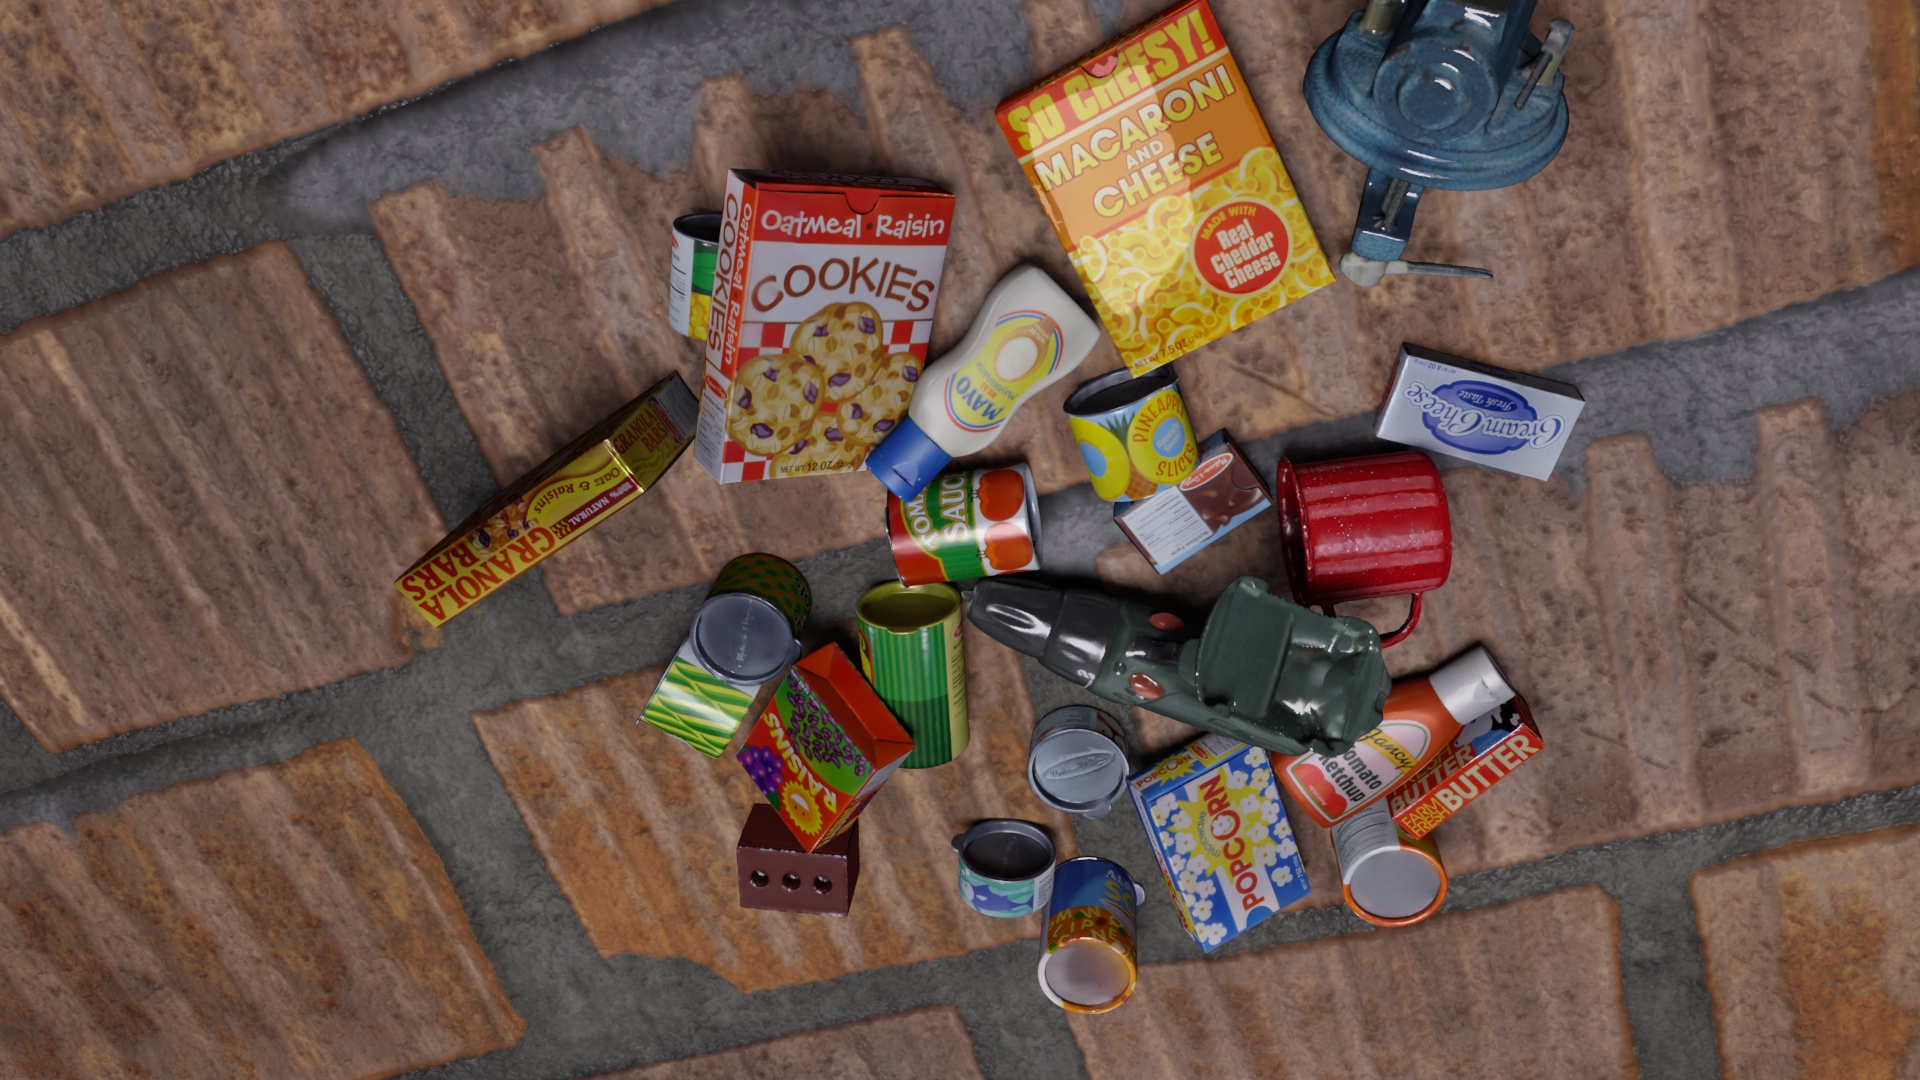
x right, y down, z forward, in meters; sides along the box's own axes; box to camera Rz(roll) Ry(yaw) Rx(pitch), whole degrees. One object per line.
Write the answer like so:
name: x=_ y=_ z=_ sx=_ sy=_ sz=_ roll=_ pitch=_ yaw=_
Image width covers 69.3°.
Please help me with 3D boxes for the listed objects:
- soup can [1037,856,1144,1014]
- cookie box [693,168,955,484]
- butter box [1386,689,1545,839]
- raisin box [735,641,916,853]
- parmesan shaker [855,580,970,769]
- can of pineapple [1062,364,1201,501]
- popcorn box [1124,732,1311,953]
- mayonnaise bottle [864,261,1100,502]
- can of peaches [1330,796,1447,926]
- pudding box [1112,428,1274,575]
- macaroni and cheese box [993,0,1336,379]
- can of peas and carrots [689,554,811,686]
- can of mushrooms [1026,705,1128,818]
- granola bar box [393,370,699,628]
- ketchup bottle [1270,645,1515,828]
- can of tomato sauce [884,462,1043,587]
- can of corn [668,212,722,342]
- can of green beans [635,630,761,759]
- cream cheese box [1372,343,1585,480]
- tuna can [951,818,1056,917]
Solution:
soup can: x=0.089 y=0.266 z=0.940 sx=0.071 sy=0.084 sz=0.071 roll=2 pitch=115 yaw=5
cookie box: x=-0.076 y=-0.117 z=0.770 sx=0.123 sy=0.040 sz=0.166 roll=-7 pitch=121 yaw=-35
butter box: x=0.314 y=0.139 z=0.872 sx=0.024 sy=0.053 sz=0.103 roll=41 pitch=112 yaw=-10
raisin box: x=-0.089 y=0.134 z=0.886 sx=0.086 sy=0.040 sz=0.122 roll=49 pitch=137 yaw=14
parmesan shaker: x=-0.030 y=0.086 z=0.878 sx=0.071 sy=0.071 sz=0.102 roll=0 pitch=115 yaw=7
can of pineapple: x=0.100 y=-0.062 z=0.796 sx=0.071 sy=0.071 sz=0.057 roll=-17 pitch=112 yaw=14
popcorn box: x=0.169 y=0.192 z=0.904 sx=0.085 sy=0.038 sz=0.126 roll=-26 pitch=111 yaw=-11
mayonnaise bottle: x=0.009 y=-0.086 z=0.790 sx=0.064 sy=0.041 sz=0.148 roll=42 pitch=96 yaw=-20
can of peaches: x=0.280 y=0.209 z=0.905 sx=0.071 sy=0.058 sz=0.071 roll=3 pitch=114 yaw=6
pudding box: x=0.139 y=-0.022 z=0.831 sx=0.083 sy=0.030 sz=0.049 roll=-35 pitch=105 yaw=20
macaroni and cheese box: x=0.112 y=-0.189 z=0.752 sx=0.123 sy=0.040 sz=0.166 roll=-26 pitch=109 yaw=16
can of peas and carrots: x=-0.129 y=0.050 z=0.880 sx=0.071 sy=0.059 sz=0.070 roll=2 pitch=115 yaw=5
can of mushrooms: x=0.078 y=0.146 z=0.914 sx=0.071 sy=0.033 sz=0.070 roll=2 pitch=114 yaw=5
granola bar box: x=-0.237 y=-0.025 z=0.822 sx=0.165 sy=0.125 sz=0.039 roll=-30 pitch=107 yaw=19
ketchup bottle: x=0.273 y=0.119 z=0.873 sx=0.148 sy=0.044 sz=0.064 roll=-36 pitch=100 yaw=20
can of tomato sauce: x=0.003 y=-0.010 z=0.831 sx=0.083 sy=0.071 sz=0.071 roll=-8 pitch=114 yaw=10
can of corn: x=-0.128 y=-0.148 z=0.786 sx=0.071 sy=0.071 sz=0.058 roll=10 pitch=116 yaw=2
can of green beans: x=-0.168 y=0.101 z=0.904 sx=0.058 sy=0.071 sz=0.071 roll=30 pitch=114 yaw=-8
cream cheese box: x=0.294 y=-0.073 z=0.793 sx=0.104 sy=0.024 sz=0.053 roll=14 pitch=117 yaw=0
tuna can: x=0.028 y=0.220 z=0.936 sx=0.071 sy=0.071 sz=0.032 roll=4 pitch=116 yaw=5
